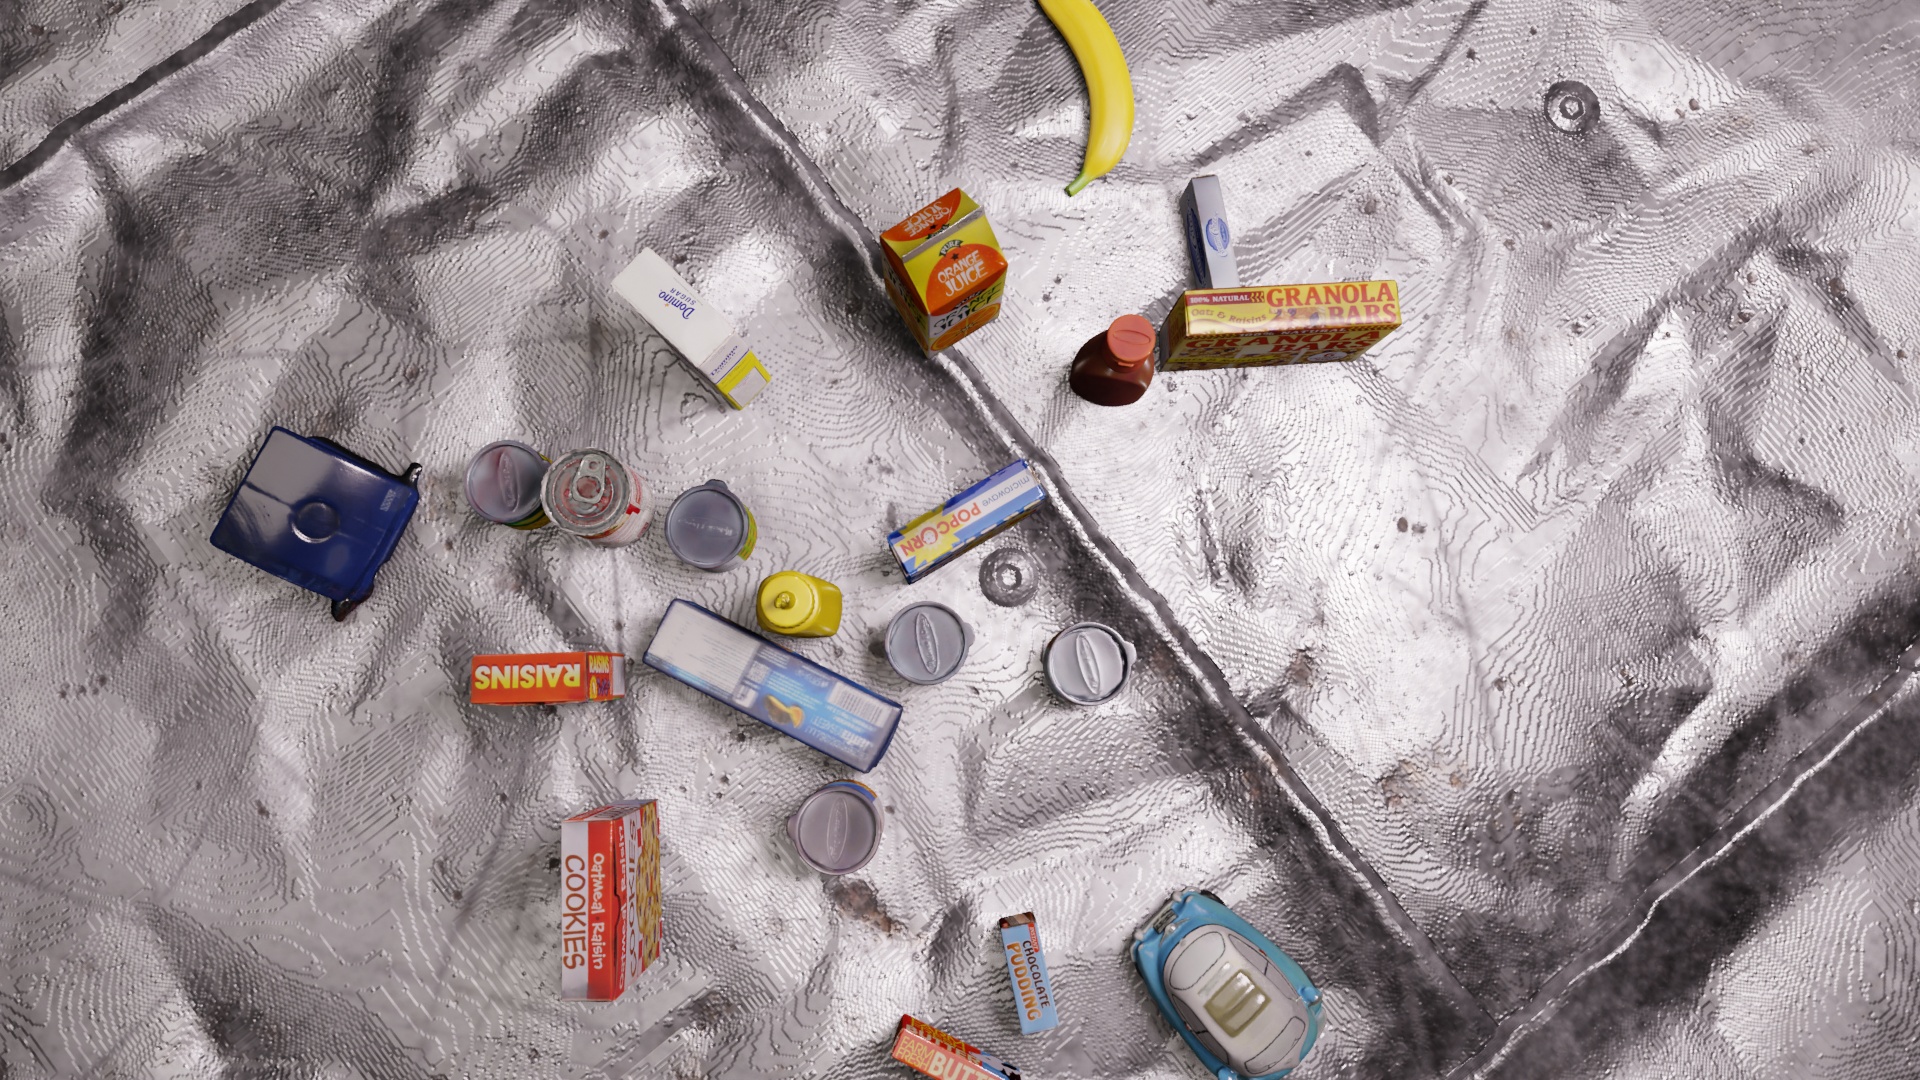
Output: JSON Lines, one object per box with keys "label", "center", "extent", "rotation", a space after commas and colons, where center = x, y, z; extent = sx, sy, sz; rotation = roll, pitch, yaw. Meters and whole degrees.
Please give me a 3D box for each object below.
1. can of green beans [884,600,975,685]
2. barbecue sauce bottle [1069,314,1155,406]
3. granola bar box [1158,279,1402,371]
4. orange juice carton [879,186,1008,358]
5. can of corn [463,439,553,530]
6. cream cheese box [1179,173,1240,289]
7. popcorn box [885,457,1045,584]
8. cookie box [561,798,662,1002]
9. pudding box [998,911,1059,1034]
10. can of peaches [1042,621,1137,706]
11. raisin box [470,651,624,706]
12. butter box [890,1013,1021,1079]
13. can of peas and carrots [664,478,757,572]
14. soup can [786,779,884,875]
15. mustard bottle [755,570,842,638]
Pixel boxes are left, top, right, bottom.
{"label": "can of green beans", "center": [-0.027, 0.083, 1.109], "extent": [0.071, 0.058, 0.071], "rotation": [0, 84, -1]}
{"label": "barbecue sauce bottle", "center": [0.124, -0.141, 1.093], "extent": [0.065, 0.148, 0.043], "rotation": [11, 84, 0]}
{"label": "granola bar box", "center": [0.250, -0.171, 1.111], "extent": [0.166, 0.124, 0.039], "rotation": [-3, 84, -2]}
{"label": "orange juice carton", "center": [-0.014, -0.209, 1.075], "extent": [0.072, 0.192, 0.073], "rotation": [-32, 86, -4]}
{"label": "can of corn", "center": [-0.354, -0.044, 1.115], "extent": [0.071, 0.058, 0.071], "rotation": [0, 84, -1]}
{"label": "cream cheese box", "center": [0.207, -0.245, 1.154], "extent": [0.024, 0.053, 0.104], "rotation": [-10, 84, -2]}
{"label": "popcorn box", "center": [0.004, -0.014, 1.107], "extent": [0.127, 0.085, 0.038], "rotation": [-30, 85, -4]}
{"label": "cookie box", "center": [-0.255, 0.260, 1.028], "extent": [0.040, 0.167, 0.123], "rotation": [-2, 84, -1]}
{"label": "pudding box", "center": [0.053, 0.337, 1.085], "extent": [0.030, 0.049, 0.084], "rotation": [-12, 84, -2]}
{"label": "can of peaches", "center": [0.102, 0.099, 1.110], "extent": [0.071, 0.058, 0.071], "rotation": [0, 84, -1]}
{"label": "raisin box", "center": [-0.314, 0.106, 1.066], "extent": [0.086, 0.123, 0.040], "rotation": [-1, 84, -1]}
{"label": "butter box", "center": [-0.004, 0.404, 1.075], "extent": [0.103, 0.053, 0.024], "rotation": [26, 84, 2]}
{"label": "can of peas and carrots", "center": [-0.199, -0.011, 1.115], "extent": [0.071, 0.058, 0.071], "rotation": [0, 84, -1]}
{"label": "soup can", "center": [-0.095, 0.220, 1.078], "extent": [0.071, 0.083, 0.071], "rotation": [0, 84, -1]}
{"label": "mustard bottle", "center": [-0.126, 0.049, 1.059], "extent": [0.065, 0.160, 0.049], "rotation": [4, 84, -1]}
